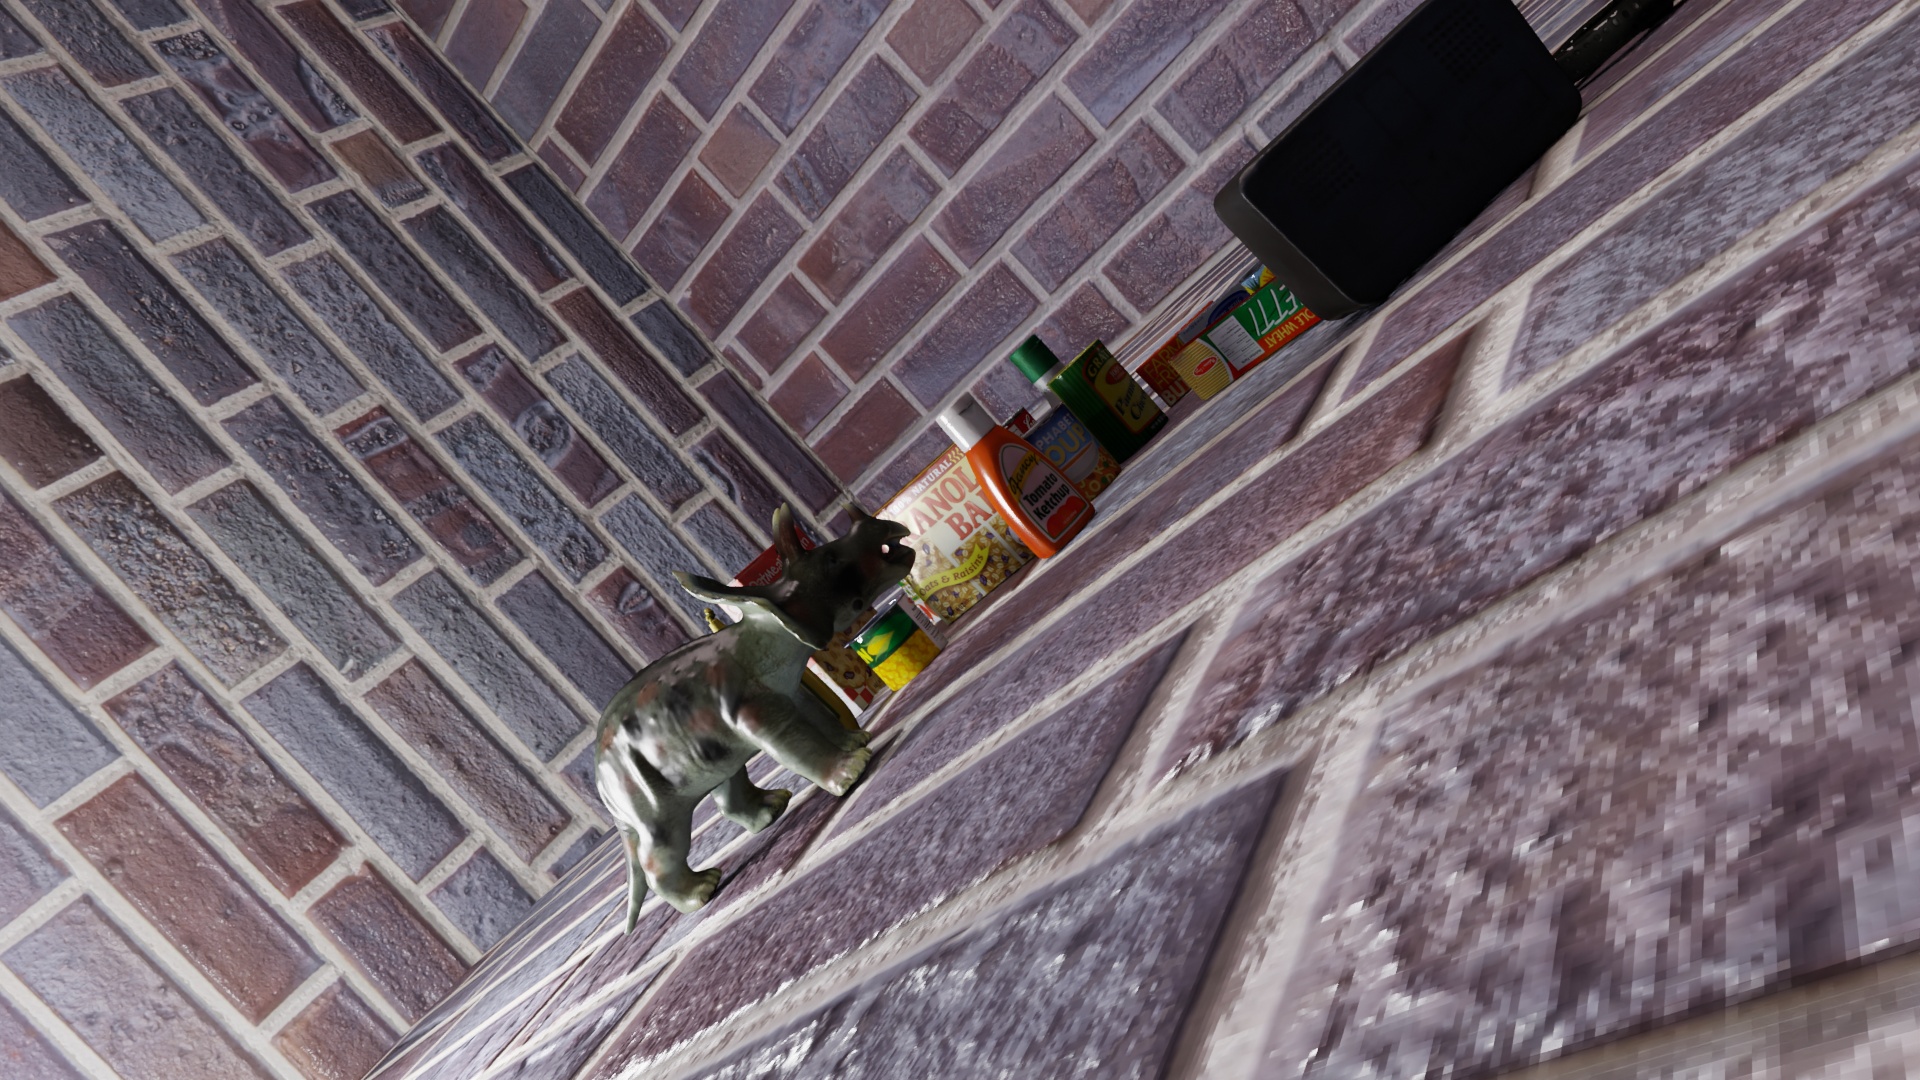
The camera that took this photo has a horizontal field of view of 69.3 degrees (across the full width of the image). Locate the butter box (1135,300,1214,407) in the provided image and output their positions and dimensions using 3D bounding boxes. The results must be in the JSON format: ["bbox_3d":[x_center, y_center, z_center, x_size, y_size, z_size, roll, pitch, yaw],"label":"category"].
[{"bbox_3d":[0.229,-0.185,1.383,0.103,0.053,0.024,-42,4,11],"label":"butter box"}]

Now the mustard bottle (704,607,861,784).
[{"bbox_3d":[-0.145,0.114,1.069,0.065,0.160,0.049,-43,3,-8],"label":"mustard bottle"}]

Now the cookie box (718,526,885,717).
[{"bbox_3d":[-0.134,0.078,1.298,0.040,0.167,0.123,-41,4,31],"label":"cookie box"}]

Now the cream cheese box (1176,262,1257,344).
[{"bbox_3d":[0.262,-0.211,1.322,0.103,0.053,0.024,-42,4,6],"label":"cream cheese box"}]

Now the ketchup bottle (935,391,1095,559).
[{"bbox_3d":[0.042,-0.057,1.152,0.065,0.149,0.043,-44,4,-25],"label":"ketchup bottle"}]

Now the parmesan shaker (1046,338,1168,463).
[{"bbox_3d":[0.142,-0.134,1.323,0.071,0.103,0.071,-43,4,3],"label":"parmesan shaker"}]

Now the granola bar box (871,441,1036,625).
[{"bbox_3d":[0.004,-0.016,1.256,0.165,0.124,0.039,-40,4,32],"label":"granola bar box"}]

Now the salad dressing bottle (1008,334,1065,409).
[{"bbox_3d":[0.112,-0.146,1.421,0.043,0.147,0.064,-40,4,35],"label":"salad dressing bottle"}]

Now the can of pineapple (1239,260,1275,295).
[{"bbox_3d":[0.287,-0.226,1.211,0.071,0.058,0.071,-42,4,3],"label":"can of pineapple"}]

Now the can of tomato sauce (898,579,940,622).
[{"bbox_3d":[-0.032,0.032,1.402,0.071,0.083,0.071,-43,4,3],"label":"can of tomato sauce"}]

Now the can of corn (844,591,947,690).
[{"bbox_3d":[-0.055,0.089,1.200,0.071,0.058,0.071,-42,4,3],"label":"can of corn"}]

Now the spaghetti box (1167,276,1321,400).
[{"bbox_3d":[0.255,-0.183,1.115,0.029,0.050,0.249,-45,4,-30],"label":"spaghetti box"}]

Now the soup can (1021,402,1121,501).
[{"bbox_3d":[0.097,-0.074,1.271,0.071,0.084,0.071,-43,4,3],"label":"soup can"}]
